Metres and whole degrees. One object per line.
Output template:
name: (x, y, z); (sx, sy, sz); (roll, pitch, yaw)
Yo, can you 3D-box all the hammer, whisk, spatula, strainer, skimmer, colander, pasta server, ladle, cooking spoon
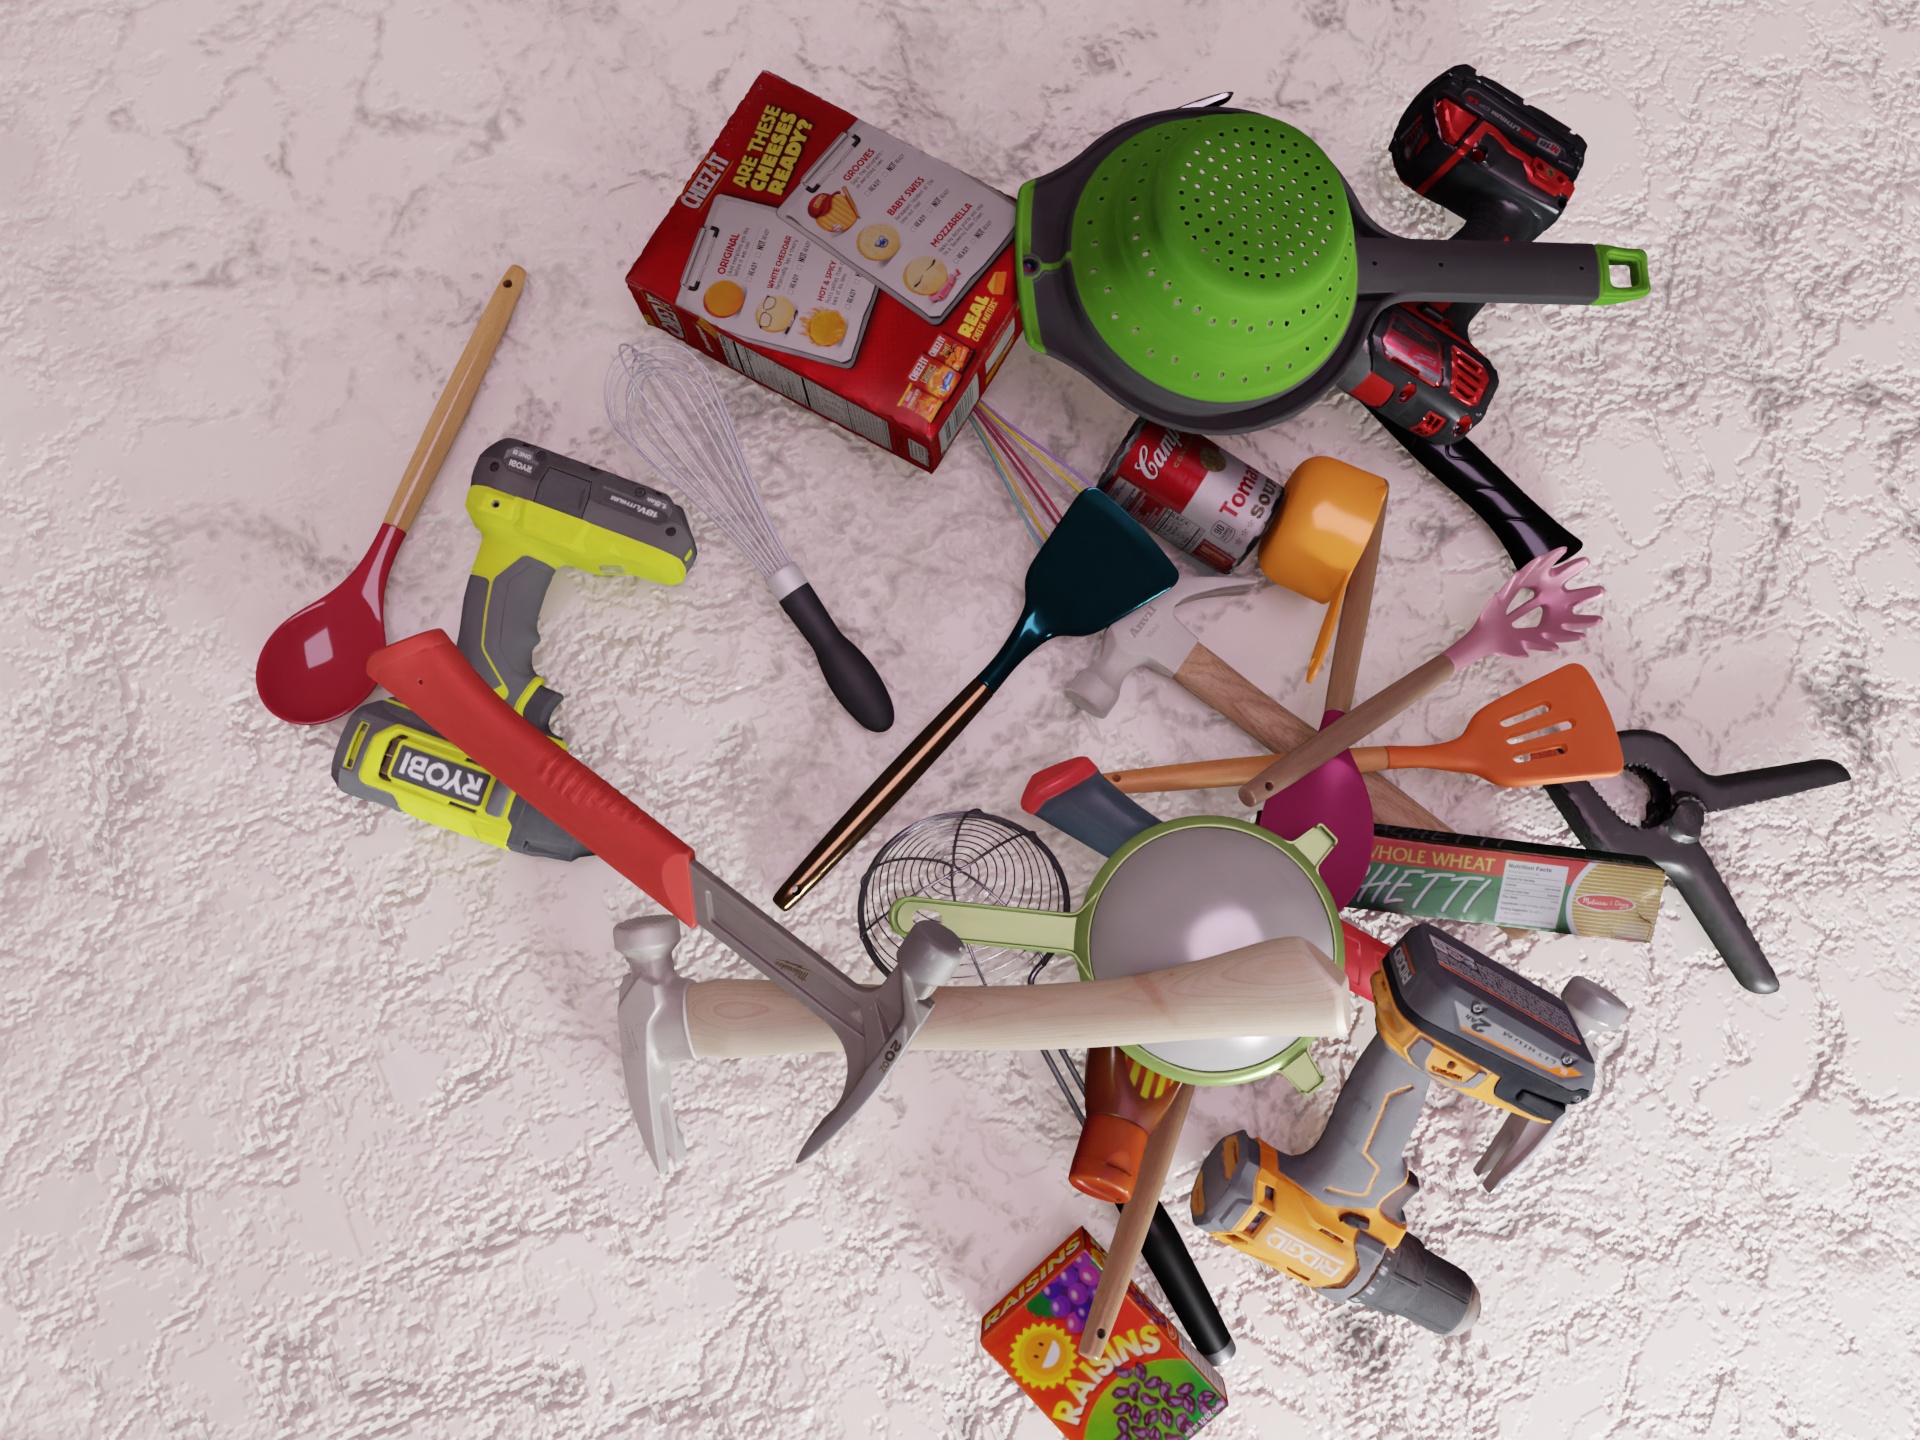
hammer: (0.235, 0.027, 1.013); (0.331, 0.031, 0.130); (36, 79, -2)
whisk: (0.017, -0.183, 1.011); (0.051, 0.047, 0.245); (-38, 84, -10)
whisk: (-0.124, -0.112, 0.975); (0.070, 0.070, 0.284); (-35, 93, -11)
spatula: (-0.002, -0.003, 0.970); (0.082, 0.044, 0.317); (44, 83, -12)
hammer: (0.202, 0.142, 0.955); (0.386, 0.038, 0.143); (28, 99, -7)
strainer: (0.087, 0.117, 0.867); (0.256, 0.069, 0.151); (6, 78, 2)
spatula: (0.127, 0.219, 0.940); (0.059, 0.018, 0.316); (27, 63, -5)
skimmer: (0.063, 0.223, 0.962); (0.127, 0.090, 0.363); (-30, 97, -14)
hammer: (0.000, 0.169, 0.856); (0.410, 0.038, 0.146); (-6, 92, 20)
colander: (0.234, -0.276, 0.919); (0.397, 0.094, 0.204); (-1, 82, -9)
hammer: (-0.178, 0.076, 0.857); (0.359, 0.037, 0.149); (36, 106, 7)
hammer: (0.254, -0.246, 1.055); (0.409, 0.036, 0.149); (43, 78, -1)
spatula: (0.240, 0.020, 0.977); (0.322, 0.041, 0.081); (-5, 61, -7)
pasta server: (0.283, -0.024, 0.965); (0.316, 0.040, 0.060); (-29, 92, -30)
ladle: (-0.333, -0.140, 0.962); (0.069, 0.031, 0.315); (22, 77, -2)
cooking spoon: (0.236, -0.024, 0.980); (0.068, 0.017, 0.319); (18, 62, -1)

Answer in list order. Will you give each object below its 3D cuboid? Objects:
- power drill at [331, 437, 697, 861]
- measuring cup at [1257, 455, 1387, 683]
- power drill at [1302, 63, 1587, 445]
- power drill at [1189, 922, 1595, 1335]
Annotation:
power drill: (-0.245, -0.036, 0.935); (0.171, 0.080, 0.223); (20, 83, -4)
measuring cup: (0.211, -0.093, 0.978); (0.052, 0.095, 0.174); (25, 51, -1)
power drill: (0.300, -0.298, 1.019); (0.143, 0.078, 0.220); (28, 75, -6)
power drill: (0.268, 0.250, 0.922); (0.185, 0.084, 0.226); (30, 111, -6)
